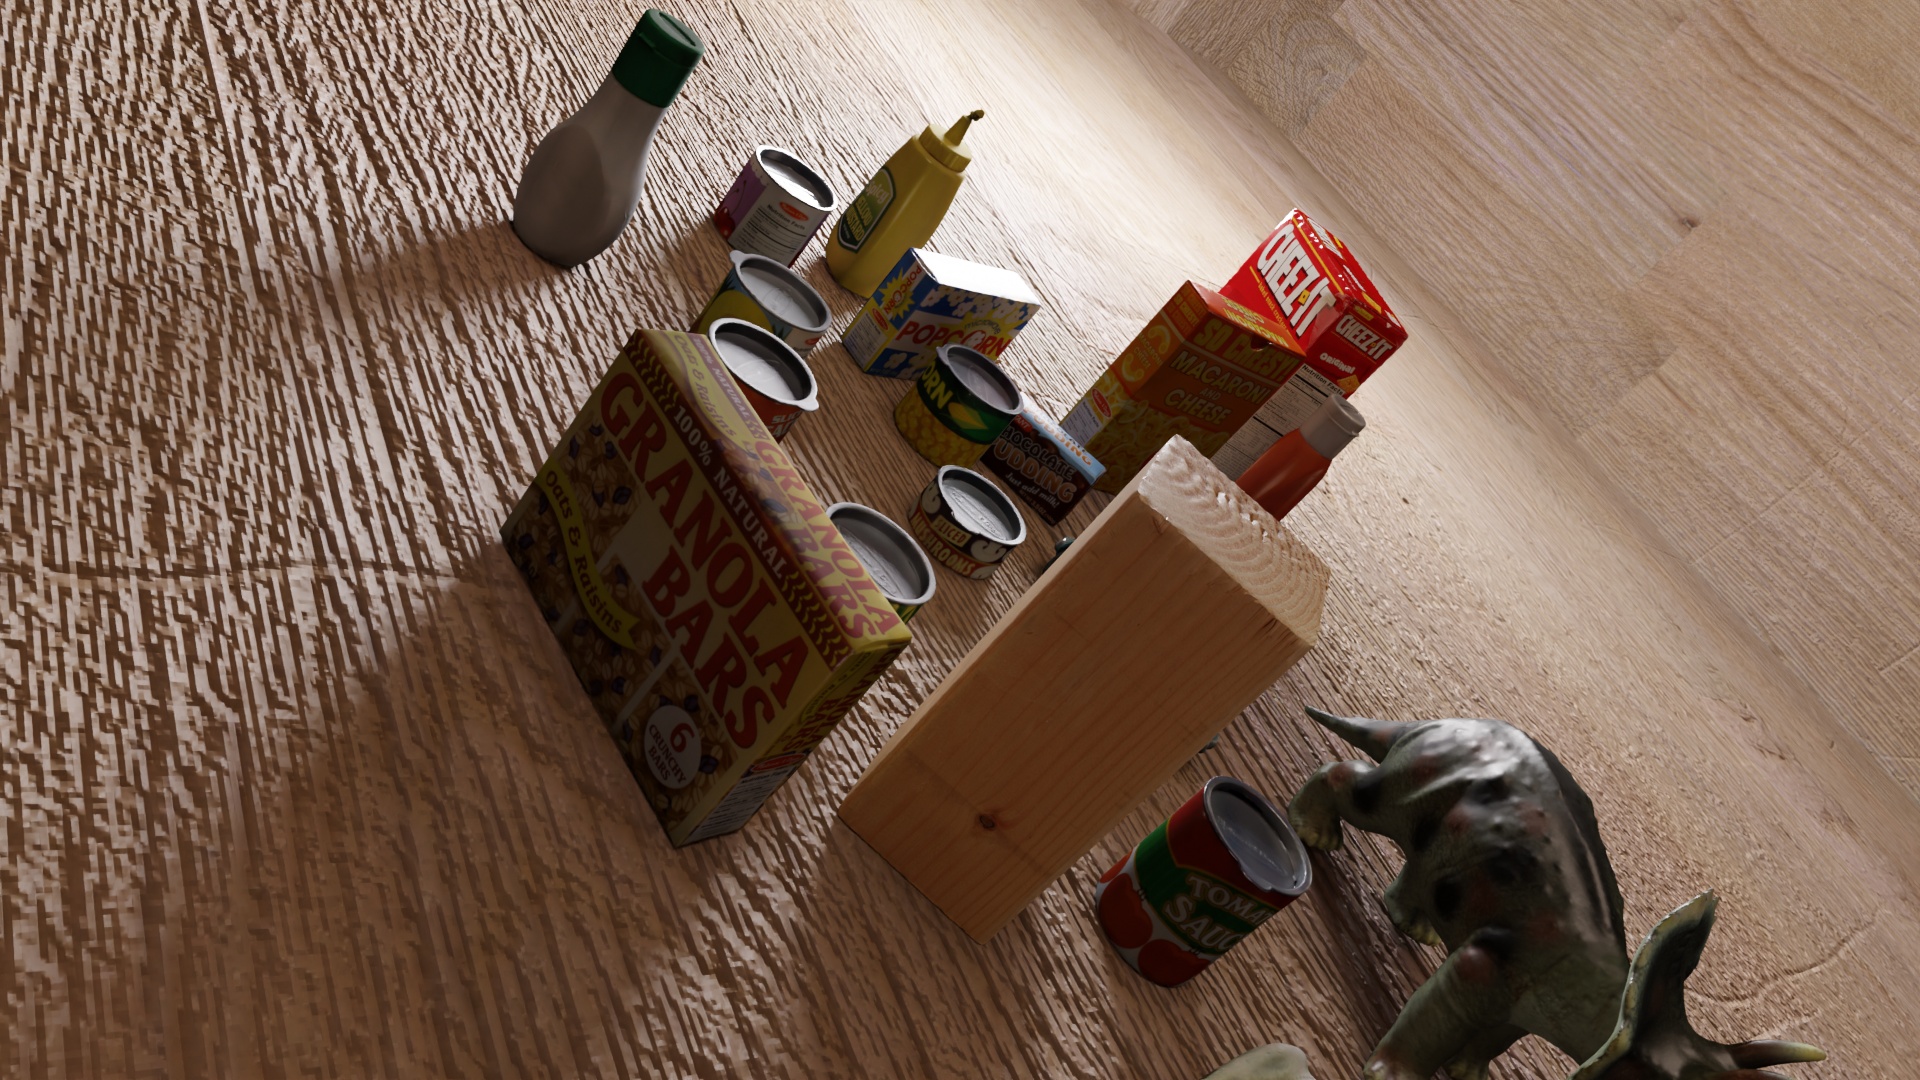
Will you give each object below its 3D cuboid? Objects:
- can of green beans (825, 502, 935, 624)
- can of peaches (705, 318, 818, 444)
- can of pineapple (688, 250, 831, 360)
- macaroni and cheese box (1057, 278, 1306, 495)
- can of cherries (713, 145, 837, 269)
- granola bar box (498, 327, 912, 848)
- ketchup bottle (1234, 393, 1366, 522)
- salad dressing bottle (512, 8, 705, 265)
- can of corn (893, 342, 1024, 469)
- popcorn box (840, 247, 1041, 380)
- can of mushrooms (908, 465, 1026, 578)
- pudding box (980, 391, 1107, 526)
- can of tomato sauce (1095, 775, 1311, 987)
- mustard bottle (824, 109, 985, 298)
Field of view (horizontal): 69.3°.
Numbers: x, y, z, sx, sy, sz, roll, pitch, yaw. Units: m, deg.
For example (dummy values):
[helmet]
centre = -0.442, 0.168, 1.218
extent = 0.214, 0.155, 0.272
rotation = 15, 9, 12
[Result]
[can of green beans]
centre = -0.056, 0.025, 0.680
extent = 0.071, 0.057, 0.071
rotation = 31, 28, -19
[can of peaches]
centre = -0.119, -0.074, 0.744
extent = 0.071, 0.058, 0.071
rotation = 31, 28, -19
[can of pineapple]
centre = -0.120, -0.127, 0.821
extent = 0.071, 0.057, 0.071
rotation = 31, 28, -19
[macaroni and cheese box]
centre = 0.158, -0.102, 1.028
extent = 0.124, 0.165, 0.040
rotation = 14, 38, -43
[can of cherries]
centre = -0.129, -0.230, 0.962
extent = 0.071, 0.058, 0.072
rotation = 31, 28, -19
[granola bar box]
centre = -0.107, 0.017, 0.552
extent = 0.039, 0.123, 0.166
rotation = -1, 49, -54
[ketchup bottle]
centre = 0.255, -0.051, 1.098
extent = 0.065, 0.148, 0.044
rotation = 7, 42, -49
[salad dressing bottle]
centre = -0.193, -0.220, 0.765
extent = 0.064, 0.147, 0.044
rotation = 46, 27, 9
[can of corn]
centre = -0.004, -0.088, 0.914
extent = 0.071, 0.058, 0.071
rotation = 31, 28, -19
[popcorn box]
centre = -0.012, -0.153, 0.970
extent = 0.127, 0.085, 0.038
rotation = -1, 49, -53
[can of mushrooms]
centre = 0.003, -0.010, 0.836
extent = 0.071, 0.033, 0.071
rotation = 31, 28, -19
[pudding box]
centre = 0.053, -0.057, 0.951
extent = 0.084, 0.049, 0.030
rotation = 43, 27, 4
[can of tomato sauce]
centre = 0.115, 0.166, 0.667
extent = 0.071, 0.082, 0.071
rotation = 32, 28, -19
[mustard bottle]
centre = -0.036, -0.249, 0.998
extent = 0.049, 0.159, 0.065
rotation = 18, 35, -39
